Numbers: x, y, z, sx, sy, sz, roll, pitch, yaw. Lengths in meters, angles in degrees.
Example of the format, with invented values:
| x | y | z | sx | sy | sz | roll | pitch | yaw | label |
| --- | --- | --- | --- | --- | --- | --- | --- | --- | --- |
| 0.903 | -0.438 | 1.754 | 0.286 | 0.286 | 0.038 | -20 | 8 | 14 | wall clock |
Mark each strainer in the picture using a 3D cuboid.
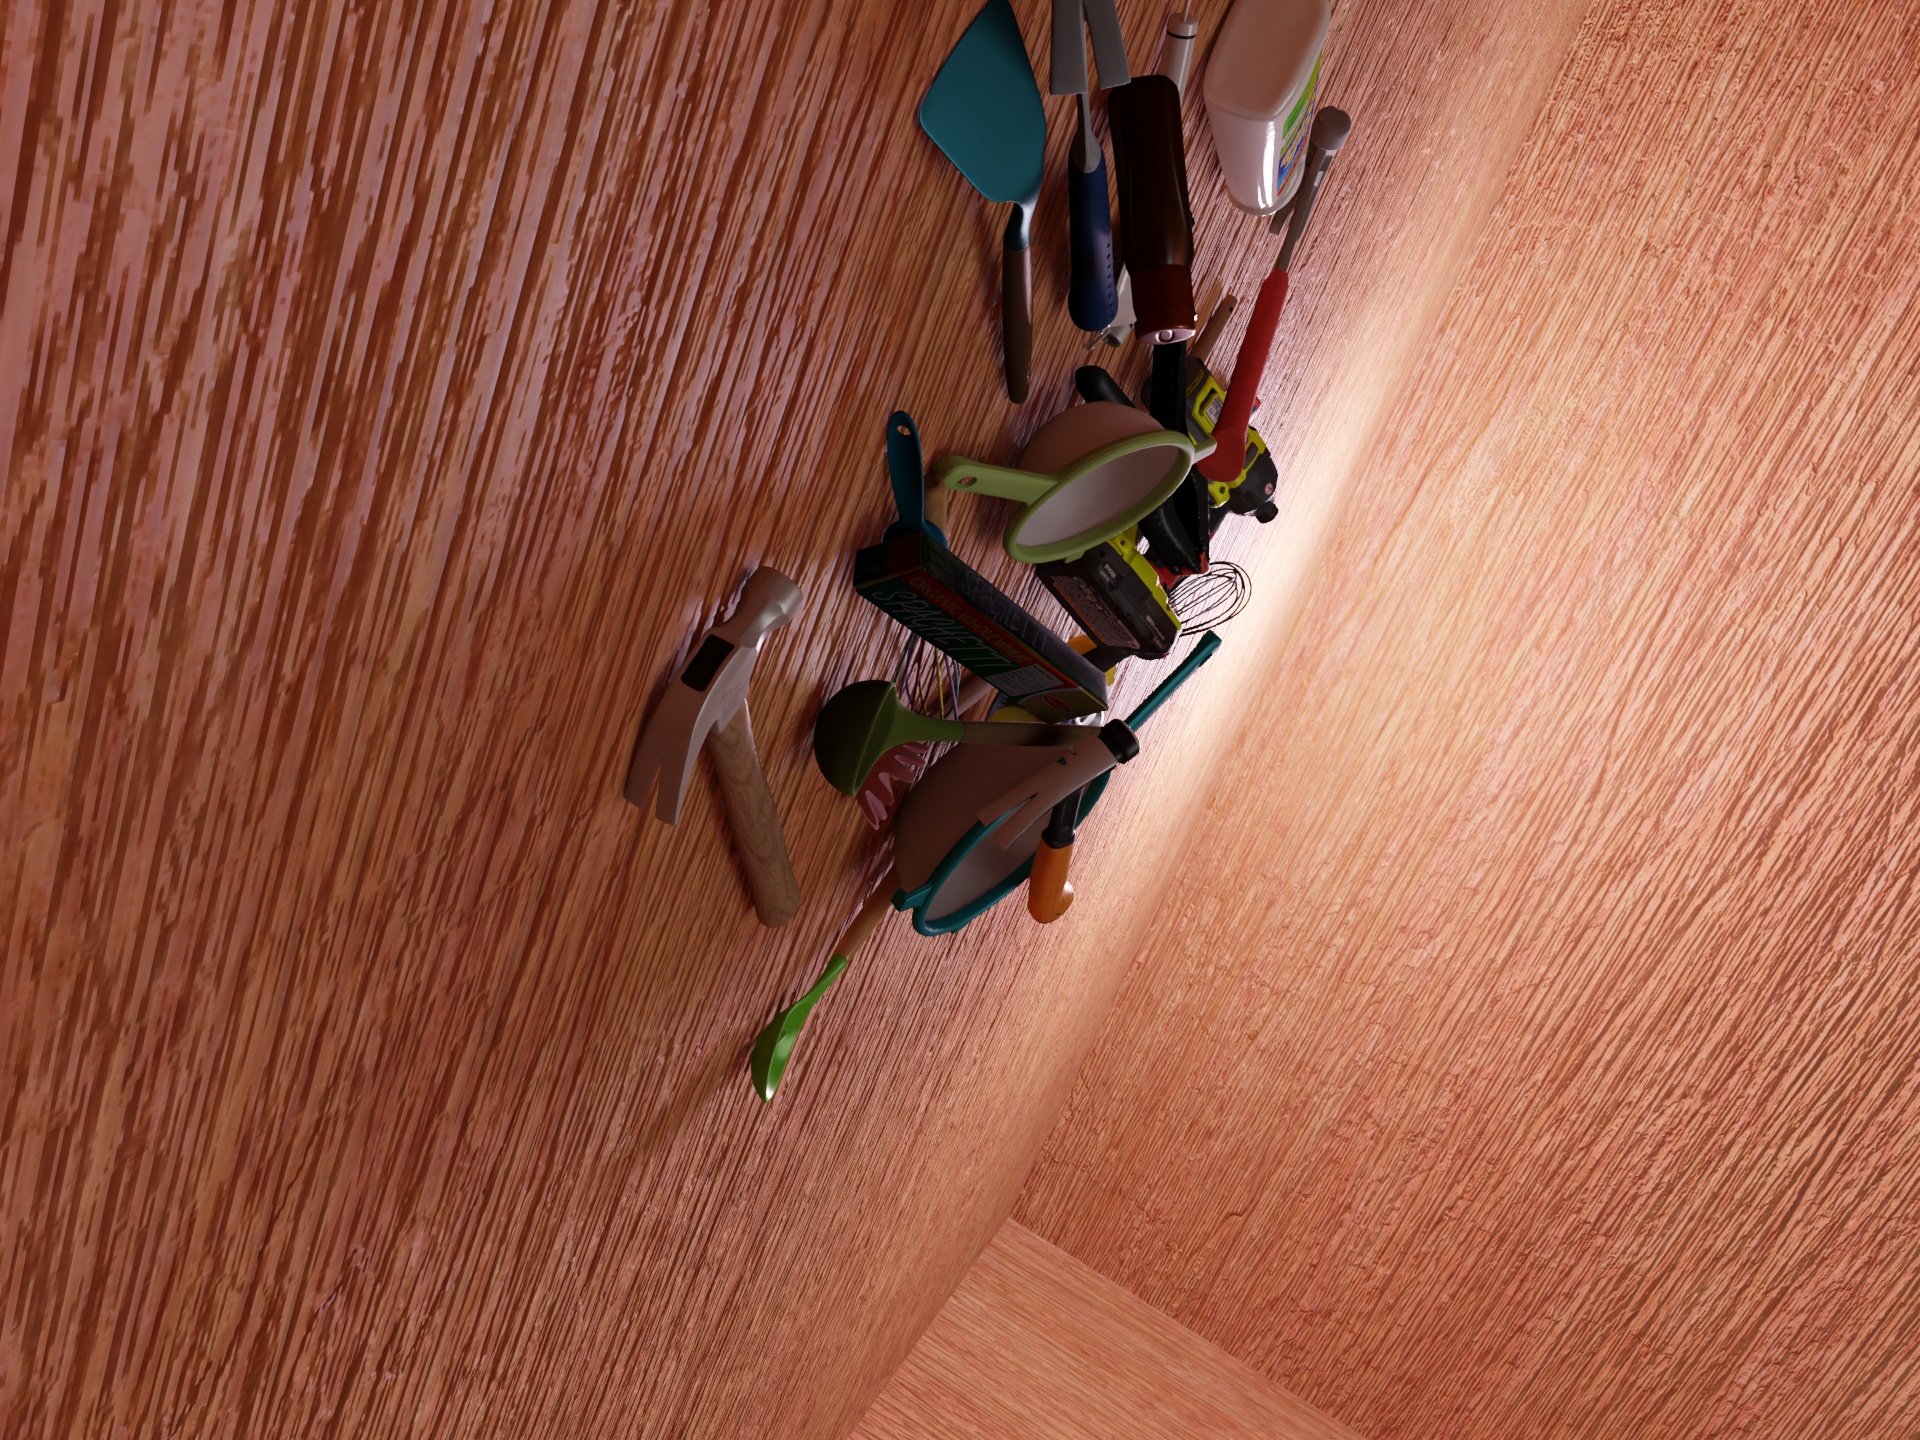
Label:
| x | y | z | sx | sy | sz | roll | pitch | yaw | label |
| --- | --- | --- | --- | --- | --- | --- | --- | --- | --- |
| 0.128 | -0.354 | 1.058 | 0.087 | 0.050 | 0.258 | -69 | 171 | -45 | strainer |
| 0.054 | -0.178 | 1.090 | 0.151 | 0.069 | 0.256 | -37 | 160 | 32 | strainer |
| 0.063 | 0.027 | 1.294 | 0.340 | 0.095 | 0.210 | -45 | 161 | 0 | strainer |

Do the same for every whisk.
| x | y | z | sx | sy | sz | roll | pitch | yaw | label |
| --- | --- | --- | --- | --- | --- | --- | --- | --- | --- |
| -0.023 | -0.071 | 1.063 | 0.244 | 0.051 | 0.047 | 91 | 8 | -51 | whisk |
| 0.159 | -0.071 | 1.442 | 0.239 | 0.055 | 0.055 | -31 | 180 | 28 | whisk |

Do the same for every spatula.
| x | y | z | sx | sy | sz | roll | pitch | yaw | label |
| --- | --- | --- | --- | --- | --- | --- | --- | --- | --- |
| 0.169 | -0.248 | 1.400 | 0.059 | 0.018 | 0.316 | 43 | 71 | -43 | spatula |
| 0.024 | -0.264 | 0.901 | 0.082 | 0.044 | 0.317 | -60 | 170 | -14 | spatula |

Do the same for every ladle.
| x | y | z | sx | sy | sz | roll | pitch | yaw | label |
| --- | --- | --- | --- | --- | --- | --- | --- | --- | --- |
| 0.024 | 0.013 | 1.103 | 0.320 | 0.062 | 0.078 | 3 | 113 | -46 | ladle |

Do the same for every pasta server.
| x | y | z | sx | sy | sz | roll | pitch | yaw | label |
| --- | --- | --- | --- | --- | --- | --- | --- | --- | --- |
| -0.002 | -0.004 | 1.239 | 0.060 | 0.040 | 0.316 | -54 | 173 | 33 | pasta server |

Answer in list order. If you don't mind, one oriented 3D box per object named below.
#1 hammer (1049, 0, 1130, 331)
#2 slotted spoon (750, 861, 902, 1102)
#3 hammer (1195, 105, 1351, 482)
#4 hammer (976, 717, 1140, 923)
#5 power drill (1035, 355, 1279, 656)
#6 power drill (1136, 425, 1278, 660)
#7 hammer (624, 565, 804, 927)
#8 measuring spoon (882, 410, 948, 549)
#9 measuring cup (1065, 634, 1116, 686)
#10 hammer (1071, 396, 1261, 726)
| x | y | z | sx | sy | sz | roll | pitch | yaw | label |
| --- | --- | --- | --- | --- | --- | --- | --- | --- | --- |
| 0.067 | -0.307 | 0.858 | 0.405 | 0.035 | 0.144 | 59 | 25 | -78 | hammer |
| -0.085 | 0.177 | 1.301 | 0.314 | 0.031 | 0.070 | -54 | 162 | -34 | slotted spoon |
| 0.255 | -0.340 | 1.329 | 0.149 | 0.036 | 0.359 | 105 | 5 | -63 | hammer |
| 0.071 | 0.105 | 1.269 | 0.127 | 0.034 | 0.336 | -34 | 161 | -14 | hammer |
| 0.176 | -0.168 | 1.334 | 0.171 | 0.080 | 0.223 | 46 | 69 | -30 | power drill |
| 0.194 | -0.179 | 1.485 | 0.227 | 0.080 | 0.187 | -59 | 149 | -4 | power drill |
| -0.126 | 0.049 | 0.933 | 0.130 | 0.031 | 0.331 | -56 | 164 | -24 | hammer |
| -0.027 | -0.137 | 0.938 | 0.128 | 0.042 | 0.021 | 86 | 23 | -51 | measuring spoon |
| 0.089 | -0.013 | 1.507 | 0.156 | 0.062 | 0.029 | -56 | 146 | 1 | measuring cup |
| 0.199 | -0.168 | 1.616 | 0.386 | 0.038 | 0.143 | -62 | 163 | -1 | hammer |
